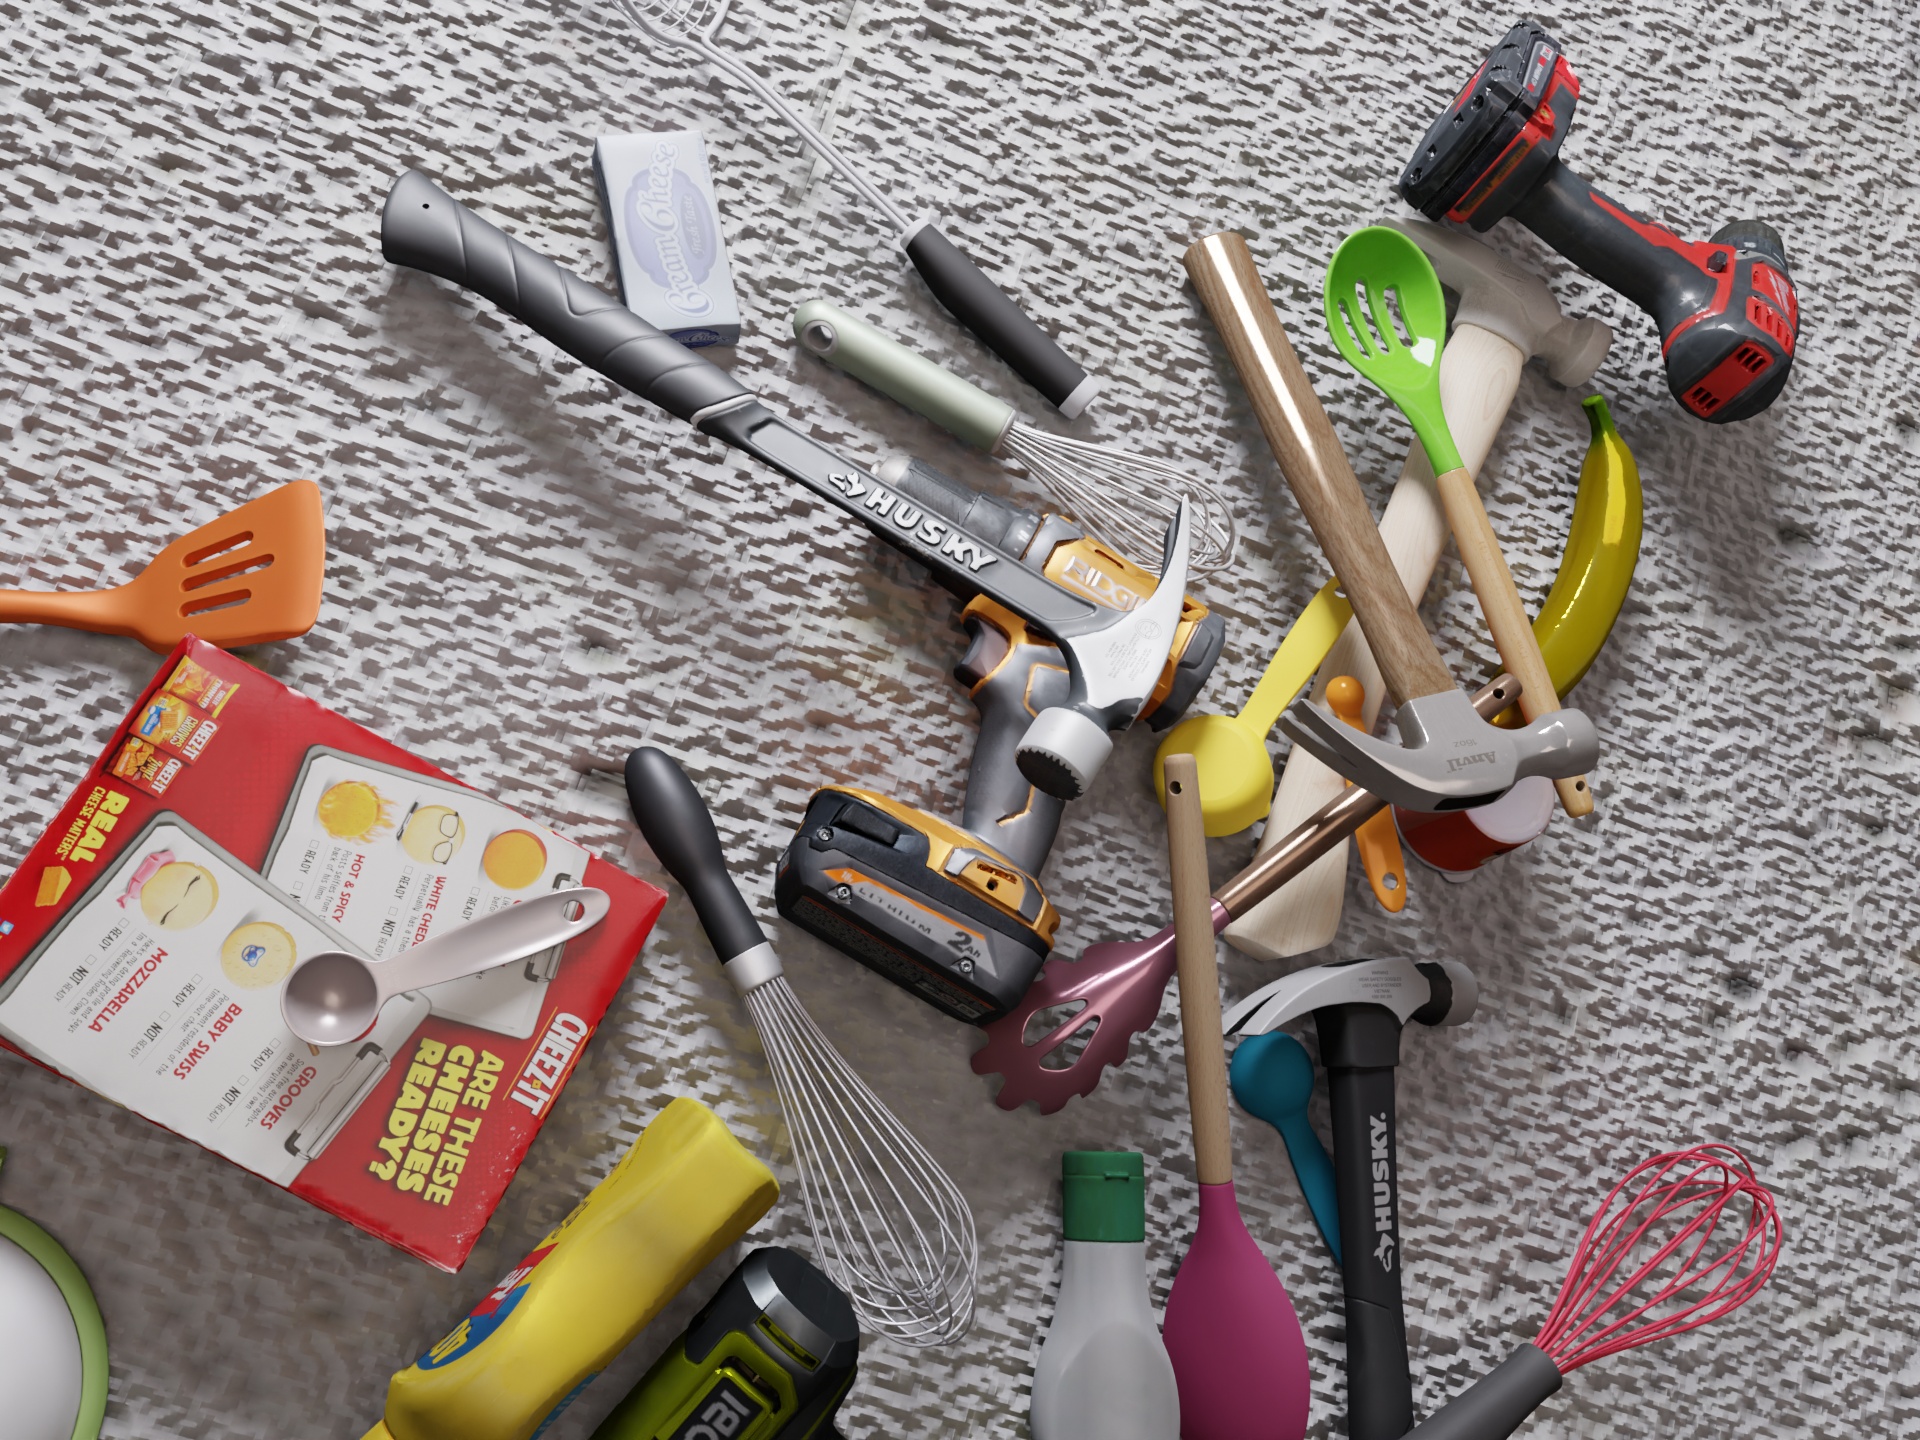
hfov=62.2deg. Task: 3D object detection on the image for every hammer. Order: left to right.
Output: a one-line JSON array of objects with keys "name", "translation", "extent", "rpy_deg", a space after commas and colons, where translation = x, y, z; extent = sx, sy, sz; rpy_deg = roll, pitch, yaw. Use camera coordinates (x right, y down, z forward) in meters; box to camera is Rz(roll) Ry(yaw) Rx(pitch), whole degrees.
[{"name": "hammer", "translation": [-0.084, -0.130, 0.700], "extent": [0.409, 0.036, 0.149], "rpy_deg": [32, 64, 6]}, {"name": "hammer", "translation": [0.178, -0.106, 0.771], "extent": [0.130, 0.031, 0.332], "rpy_deg": [-12, 65, -14]}, {"name": "hammer", "translation": [0.182, 0.275, 0.712], "extent": [0.146, 0.035, 0.335], "rpy_deg": [5, 78, -32]}, {"name": "hammer", "translation": [0.213, -0.073, 0.816], "extent": [0.146, 0.038, 0.411], "rpy_deg": [27, 72, -6]}]

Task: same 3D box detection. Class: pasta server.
[{"name": "pasta server", "translation": [0.139, 0.072, 0.734], "extent": [0.316, 0.040, 0.060], "rpy_deg": [-35, 82, -13]}]

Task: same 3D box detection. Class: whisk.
[{"name": "whisk", "translation": [-0.074, 0.135, 0.679], "extent": [0.070, 0.070, 0.285], "rpy_deg": [-26, 80, -20]}, {"name": "whisk", "translation": [0.028, -0.138, 0.778], "extent": [0.246, 0.057, 0.059], "rpy_deg": [29, 37, -4]}, {"name": "whisk", "translation": [0.274, 0.281, 0.717], "extent": [0.296, 0.073, 0.073], "rpy_deg": [-26, 85, -27]}]

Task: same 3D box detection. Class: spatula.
[{"name": "spatula", "translation": [-0.420, -0.050, 0.629], "extent": [0.322, 0.041, 0.081], "rpy_deg": [-4, 59, -15]}]

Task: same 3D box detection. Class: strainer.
[{"name": "strainer", "translation": [-0.432, 0.262, 0.535], "extent": [0.256, 0.069, 0.151], "rpy_deg": [-23, 84, -21]}]

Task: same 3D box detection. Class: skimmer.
[{"name": "skimmer", "translation": [-0.051, -0.298, 0.767], "extent": [0.363, 0.090, 0.127], "rpy_deg": [43, 38, -5]}]

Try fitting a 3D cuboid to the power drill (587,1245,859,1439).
[{"name": "power drill", "translation": [-0.049, 0.338, 0.613], "extent": [0.223, 0.080, 0.171], "rpy_deg": [40, 92, 0]}]

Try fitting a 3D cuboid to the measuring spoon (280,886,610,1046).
[{"name": "measuring spoon", "translation": [-0.192, 0.089, 0.602], "extent": [0.124, 0.018, 0.034], "rpy_deg": [-19, 86, -27]}]

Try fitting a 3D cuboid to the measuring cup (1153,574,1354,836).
[{"name": "measuring cup", "translation": [0.148, -0.015, 0.763], "extent": [0.062, 0.029, 0.156], "rpy_deg": [32, 82, 24]}]

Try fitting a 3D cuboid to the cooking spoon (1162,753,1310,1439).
[{"name": "cooking spoon", "translation": [0.107, 0.173, 0.688], "extent": [0.017, 0.069, 0.319], "rpy_deg": [-6, 92, -59]}]

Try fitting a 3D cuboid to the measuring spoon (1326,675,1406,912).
[{"name": "measuring spoon", "translation": [0.196, 0.034, 0.760], "extent": [0.021, 0.011, 0.117], "rpy_deg": [-7, 78, -14]}]

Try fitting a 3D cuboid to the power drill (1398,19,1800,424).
[{"name": "power drill", "translation": [0.365, -0.277, 0.872], "extent": [0.226, 0.080, 0.188], "rpy_deg": [37, 46, -3]}]

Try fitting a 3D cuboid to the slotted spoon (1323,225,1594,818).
[{"name": "slotted spoon", "translation": [0.254, -0.100, 0.800], "extent": [0.070, 0.031, 0.314], "rpy_deg": [-17, 82, -16]}]

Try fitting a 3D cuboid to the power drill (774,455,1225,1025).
[{"name": "power drill", "translation": [-0.001, -0.002, 0.718], "extent": [0.185, 0.084, 0.226], "rpy_deg": [31, 67, -4]}]

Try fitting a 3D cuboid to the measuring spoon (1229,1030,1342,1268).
[{"name": "measuring spoon", "translation": [0.168, 0.206, 0.743], "extent": [0.042, 0.021, 0.129], "rpy_deg": [-23, 84, -20]}]
